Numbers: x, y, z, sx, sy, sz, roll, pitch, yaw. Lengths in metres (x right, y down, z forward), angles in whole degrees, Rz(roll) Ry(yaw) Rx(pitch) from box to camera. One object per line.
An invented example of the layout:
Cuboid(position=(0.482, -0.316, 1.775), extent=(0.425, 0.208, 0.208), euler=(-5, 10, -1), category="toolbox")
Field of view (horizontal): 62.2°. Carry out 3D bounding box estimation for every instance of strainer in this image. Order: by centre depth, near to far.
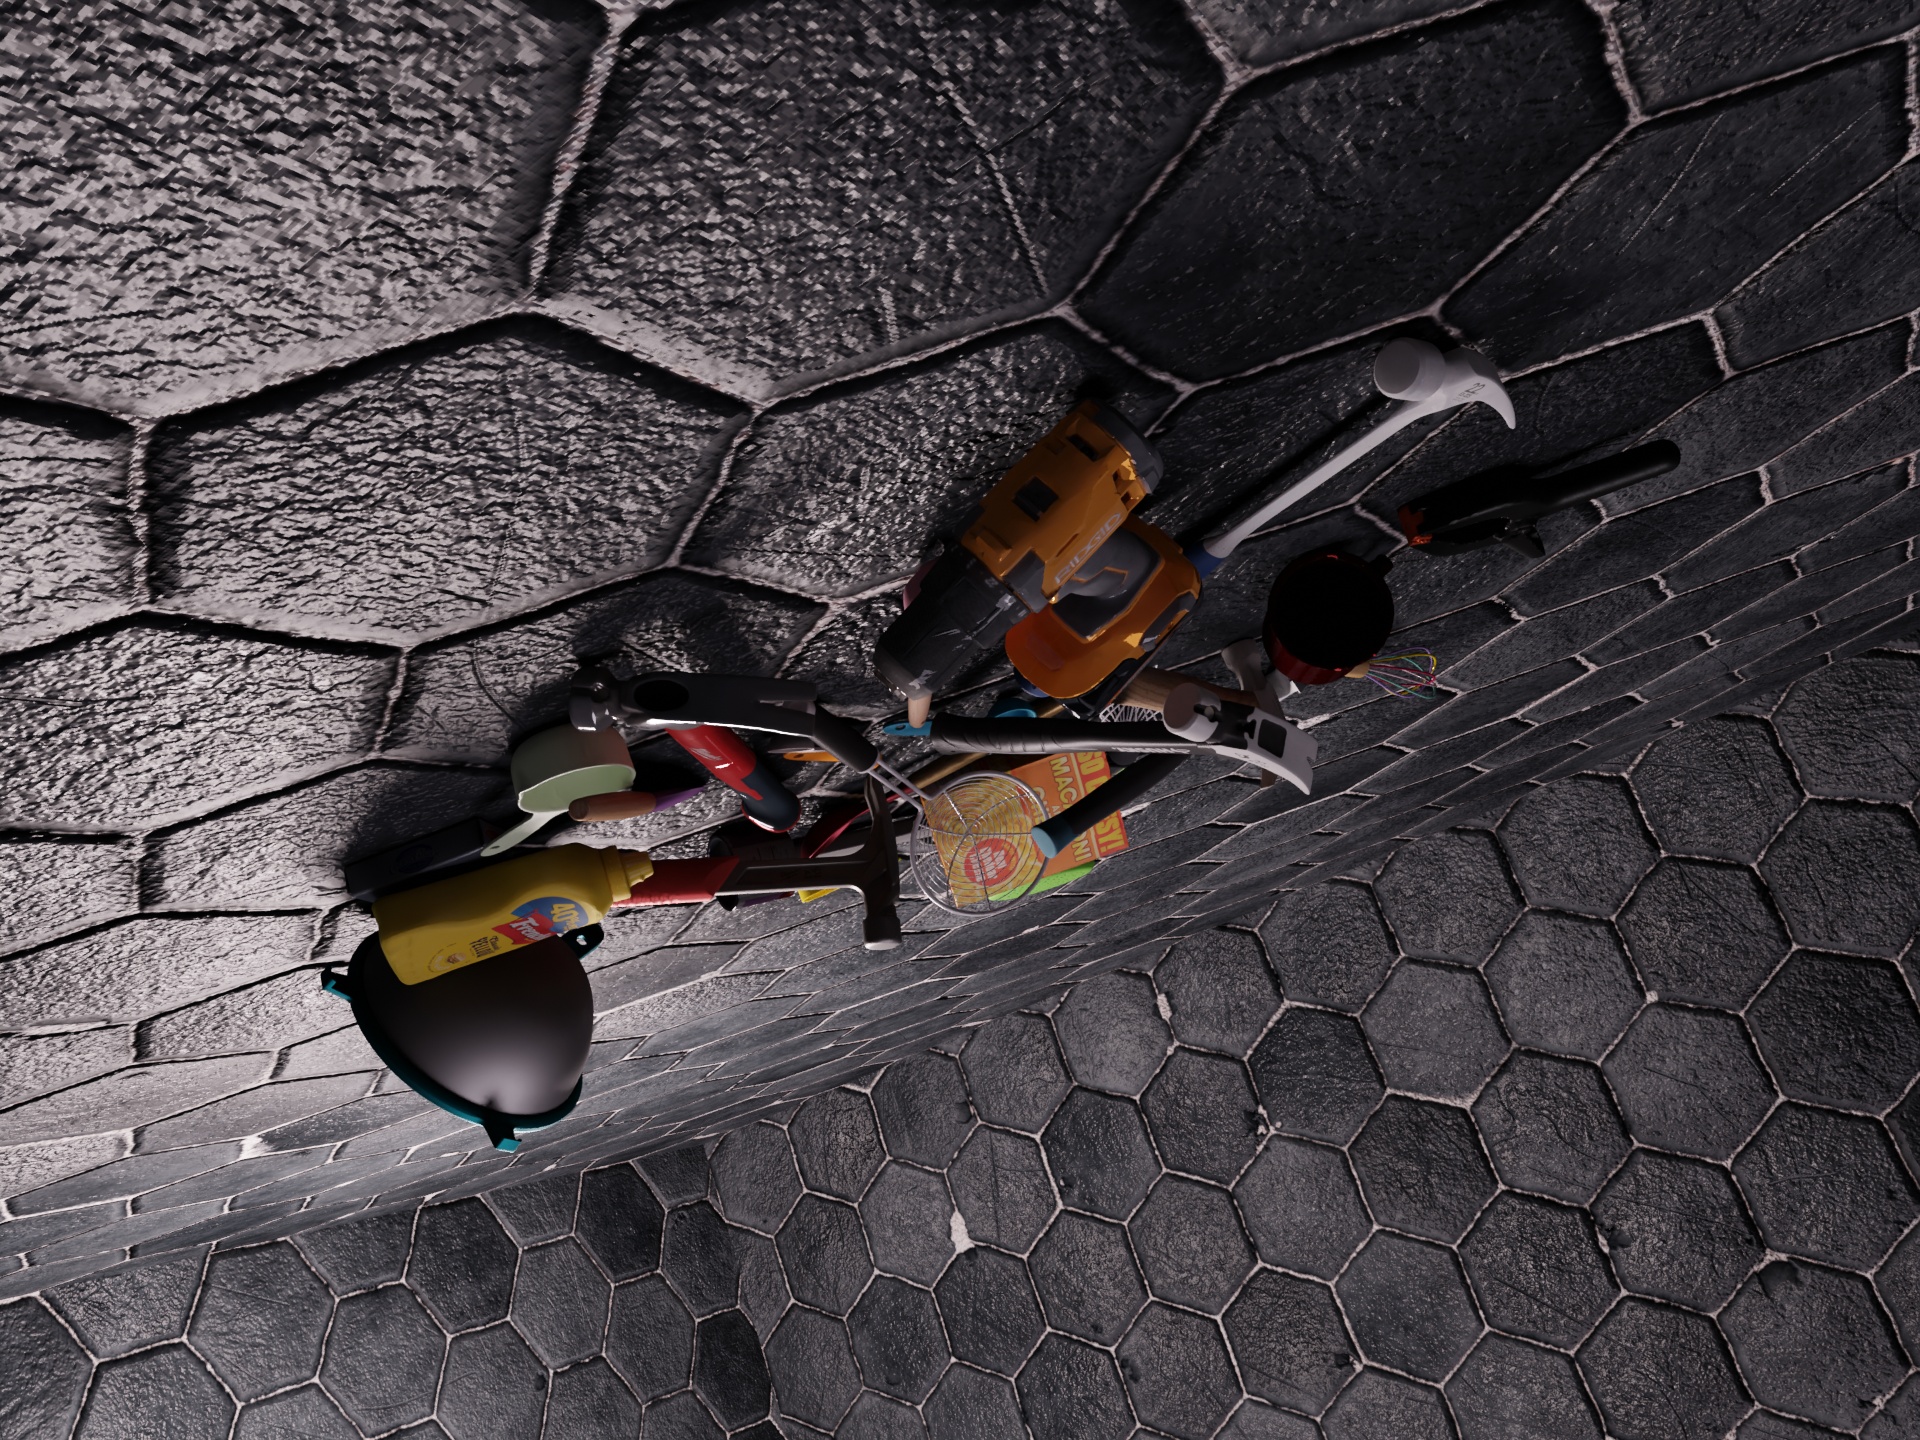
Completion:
Cuboid(position=(-0.349, 0.200, 1.307), extent=(0.095, 0.211, 0.340), euler=(-48, 179, 15), category="strainer")

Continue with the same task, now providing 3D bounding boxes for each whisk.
Cuboid(position=(0.146, 0.005, 1.385), extent=(0.070, 0.070, 0.284), euler=(-20, 168, -1), category="whisk")
Cuboid(position=(0.390, -0.046, 1.517), extent=(0.047, 0.051, 0.244), euler=(-26, 160, 39), category="whisk")

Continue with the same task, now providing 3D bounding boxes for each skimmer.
Cuboid(position=(-0.029, 0.063, 1.234), extent=(0.127, 0.090, 0.363), euler=(-52, 152, -2), category="skimmer")

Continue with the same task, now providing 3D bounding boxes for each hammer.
Cuboid(position=(0.182, -0.119, 1.054), extent=(0.144, 0.035, 0.405), euler=(-4, 157, -43), category="hammer")
Cuboid(position=(-0.141, 0.030, 1.092), extent=(0.143, 0.038, 0.386), euler=(3, 167, 5), category="hammer")
Cuboid(position=(0.093, 0.012, 1.102), extent=(0.146, 0.035, 0.335), euler=(20, 168, -36), category="hammer")
Cuboid(position=(0.180, -0.015, 1.208), extent=(0.031, 0.130, 0.331), euler=(-29, 162, 27), category="hammer")
Cuboid(position=(-0.224, 0.118, 1.259), extent=(0.359, 0.149, 0.036), euler=(-1, 158, -19), category="hammer")
Cuboid(position=(0.182, 0.031, 1.373), extent=(0.331, 0.033, 0.128), euler=(-30, 173, -33), category="hammer")

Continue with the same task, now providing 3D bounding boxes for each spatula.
Cuboid(position=(-0.219, 0.056, 1.066), extent=(0.060, 0.018, 0.316), euler=(-20, 178, -1), category="spatula")

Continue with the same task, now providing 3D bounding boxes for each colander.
Cuboid(position=(-0.009, 0.132, 1.512), extent=(0.397, 0.094, 0.204), euler=(-12, 166, -21), category="colander")

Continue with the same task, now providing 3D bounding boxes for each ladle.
Cuboid(position=(-0.019, 0.042, 1.351), extent=(0.315, 0.031, 0.069), euler=(-30, -176, 24), category="ladle")

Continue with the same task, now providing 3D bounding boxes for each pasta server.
Cuboid(position=(-0.019, -0.041, 1.068), extent=(0.060, 0.040, 0.316), euler=(-39, 169, -14), category="pasta server")

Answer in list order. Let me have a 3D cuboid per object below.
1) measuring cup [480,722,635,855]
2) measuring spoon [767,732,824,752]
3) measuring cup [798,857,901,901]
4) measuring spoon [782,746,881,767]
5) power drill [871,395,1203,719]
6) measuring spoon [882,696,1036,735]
Cuboid(position=(-0.279, 0.046, 1.050), extent=(0.083, 0.038, 0.167), euler=(-2, 158, -45), category="measuring cup")
Cuboid(position=(-0.105, 0.015, 1.195), extent=(0.034, 0.018, 0.124), euler=(-6, 177, 24), category="measuring spoon")
Cuboid(position=(-0.110, 0.148, 1.606), extent=(0.062, 0.029, 0.156), euler=(-30, 172, 31), category="measuring cup")
Cuboid(position=(-0.099, 0.031, 1.249), extent=(0.021, 0.011, 0.116), euler=(-29, 161, 28), category="measuring spoon")
Cuboid(position=(0.048, -0.067, 0.903), extent=(0.185, 0.084, 0.226), euler=(-47, 159, 2), category="power drill")
Cuboid(position=(-0.002, -0.004, 1.255), extent=(0.128, 0.021, 0.042), euler=(-3, 150, -21), category="measuring spoon")
